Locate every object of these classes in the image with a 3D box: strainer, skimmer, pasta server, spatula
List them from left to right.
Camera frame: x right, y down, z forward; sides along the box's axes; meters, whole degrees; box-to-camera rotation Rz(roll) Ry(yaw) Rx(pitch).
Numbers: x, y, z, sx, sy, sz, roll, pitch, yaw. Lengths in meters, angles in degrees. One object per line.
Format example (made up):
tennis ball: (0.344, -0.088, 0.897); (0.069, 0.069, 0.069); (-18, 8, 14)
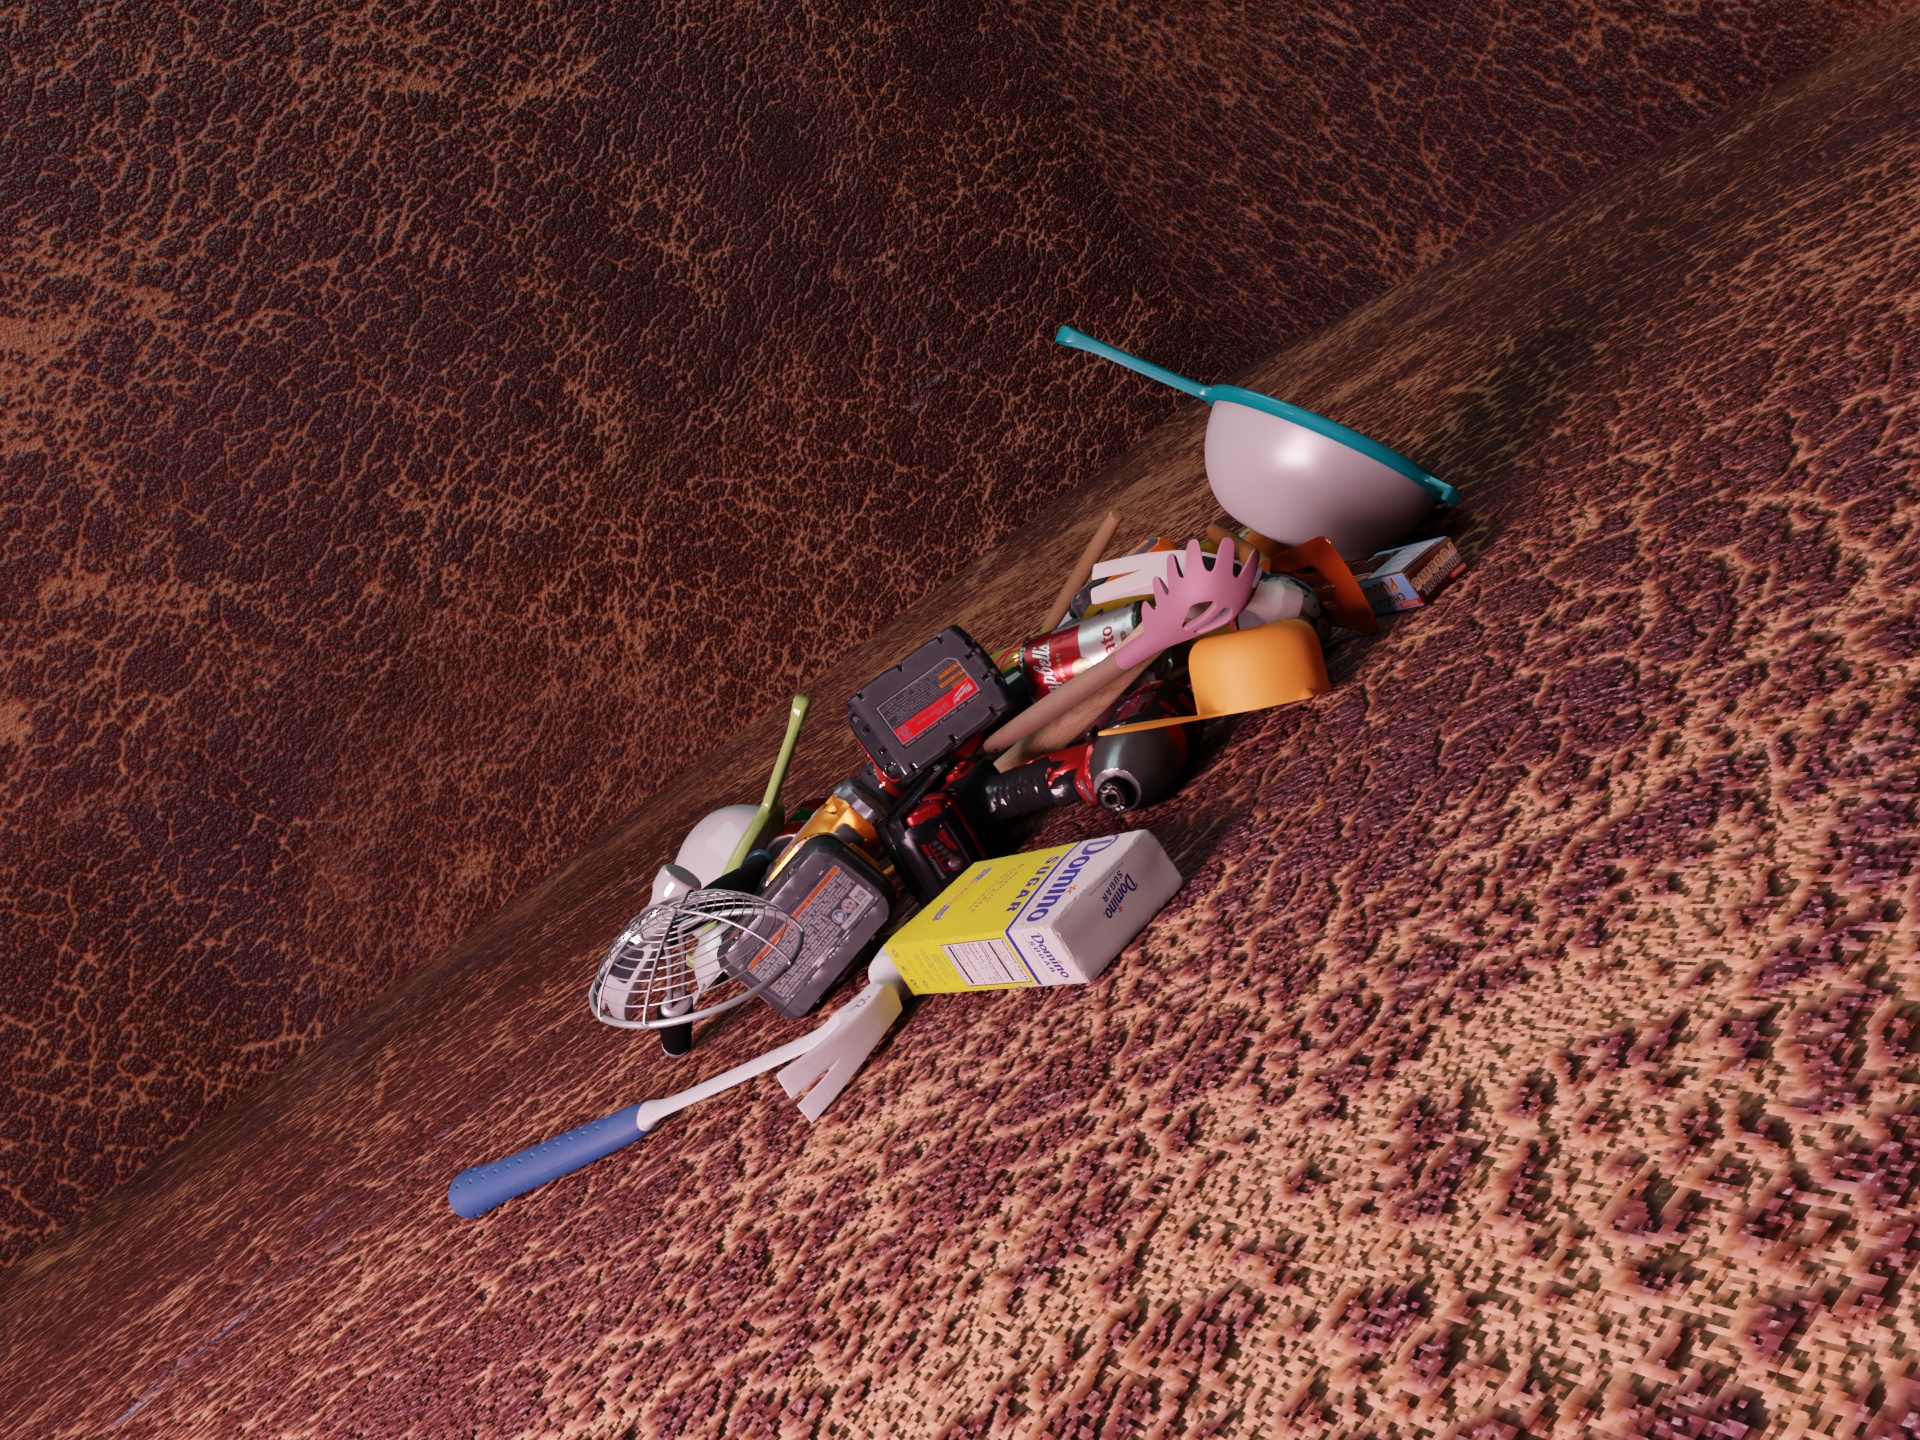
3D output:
skimmer: (-0.174, 0.194, 1.033); (0.127, 0.090, 0.363); (-22, -19, -19)
strainer: (-0.202, 0.085, 1.422); (0.151, 0.069, 0.256); (-48, -20, -73)
strainer: (-0.147, 0.160, 1.358); (0.258, 0.050, 0.087); (-35, -6, -28)
pasta server: (0.098, -0.039, 1.102); (0.316, 0.060, 0.040); (-36, 41, 55)
strainer: (0.220, -0.212, 1.286); (0.211, 0.340, 0.095); (-70, 3, -83)
spatula: (0.239, -0.125, 1.226); (0.041, 0.081, 0.323); (-33, 16, 5)

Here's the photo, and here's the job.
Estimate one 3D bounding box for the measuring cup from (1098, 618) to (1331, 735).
measuring cup: (0.157, -0.028, 1.018); (0.173, 0.052, 0.095); (-11, 1, -28)

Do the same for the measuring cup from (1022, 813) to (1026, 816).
measuring cup: (0.014, 0.067, 1.291); (0.062, 0.029, 0.156); (-39, 12, -28)

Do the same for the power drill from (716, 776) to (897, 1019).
power drill: (-0.122, 0.143, 1.178); (0.185, 0.084, 0.226); (-49, 8, 6)

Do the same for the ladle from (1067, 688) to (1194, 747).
ladle: (0.163, -0.014, 1.203); (0.069, 0.031, 0.315); (-42, 14, -28)

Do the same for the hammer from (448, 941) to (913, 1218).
hammer: (-0.200, 0.258, 1.039); (0.405, 0.035, 0.144); (-29, 10, 29)

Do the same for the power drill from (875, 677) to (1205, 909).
power drill: (0.057, 0.051, 1.095); (0.219, 0.078, 0.143); (-25, 12, 30)

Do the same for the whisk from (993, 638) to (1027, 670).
whisk: (0.019, 0.016, 1.476); (0.073, 0.073, 0.296); (-25, 20, 46)

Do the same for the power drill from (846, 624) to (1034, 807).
power drill: (-0.002, -0.004, 1.303); (0.188, 0.080, 0.226); (-36, -11, -6)

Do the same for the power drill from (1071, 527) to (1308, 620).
power drill: (0.197, -0.113, 1.438); (0.164, 0.084, 0.226); (-39, 14, -24)

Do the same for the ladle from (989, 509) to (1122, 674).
ladle: (0.090, -0.118, 1.589); (0.078, 0.062, 0.320); (-37, -13, -32)

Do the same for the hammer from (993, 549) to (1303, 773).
hammer: (0.105, -0.028, 1.174); (0.331, 0.130, 0.031); (133, 149, -53)

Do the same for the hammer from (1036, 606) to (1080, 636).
hammer: (0.208, -0.138, 1.664); (0.149, 0.036, 0.409); (-42, 12, -34)

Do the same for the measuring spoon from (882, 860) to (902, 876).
measuring spoon: (-0.078, 0.143, 1.298); (0.117, 0.011, 0.021); (-36, 7, -32)

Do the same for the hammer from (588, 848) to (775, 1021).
hammer: (-0.195, 0.142, 1.200); (0.128, 0.033, 0.331); (-57, -4, 8)
